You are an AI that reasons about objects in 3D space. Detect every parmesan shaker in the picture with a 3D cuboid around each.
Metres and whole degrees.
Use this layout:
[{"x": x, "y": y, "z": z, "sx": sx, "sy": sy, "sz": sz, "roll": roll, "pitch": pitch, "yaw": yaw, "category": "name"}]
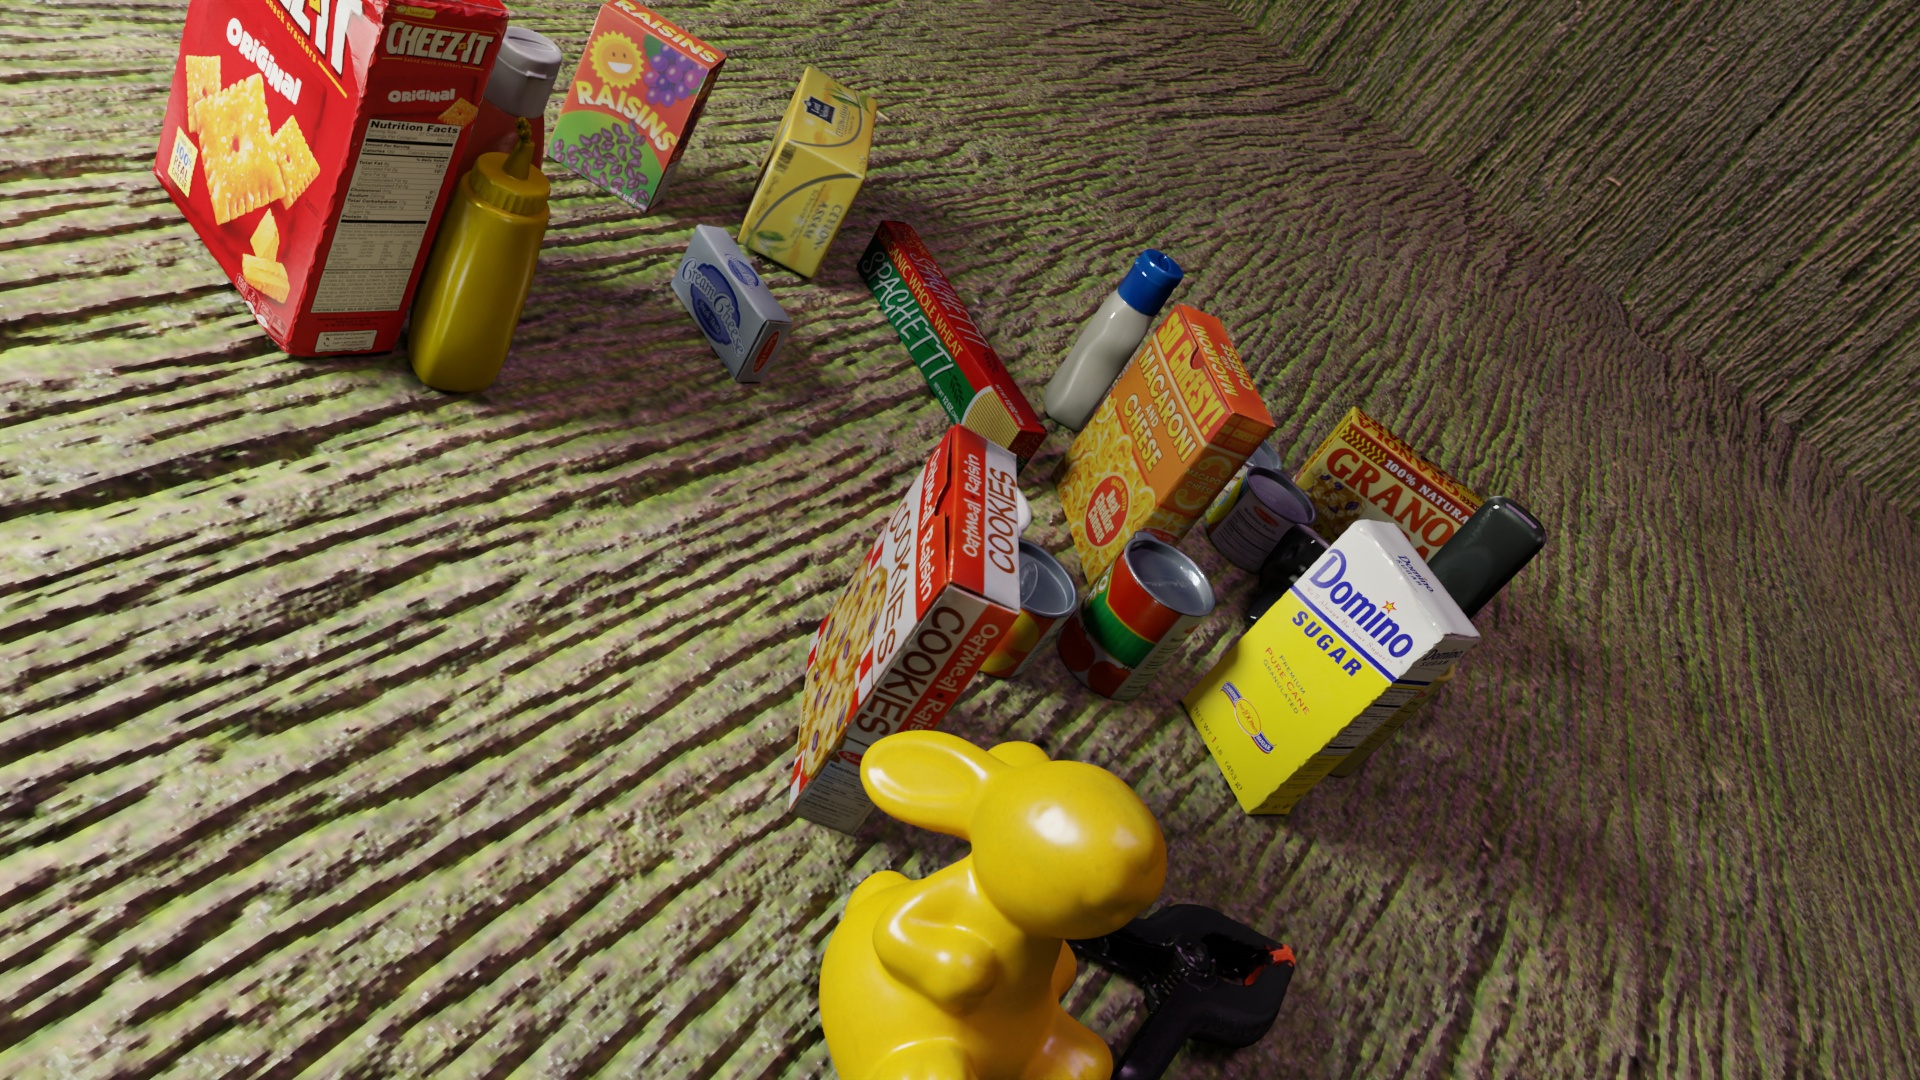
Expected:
[{"x": 0.266, "y": 0.099, "z": 0.924, "sx": 0.071, "sy": 0.102, "sz": 0.072, "roll": 23, "pitch": 34, "yaw": -17, "category": "parmesan shaker"}]

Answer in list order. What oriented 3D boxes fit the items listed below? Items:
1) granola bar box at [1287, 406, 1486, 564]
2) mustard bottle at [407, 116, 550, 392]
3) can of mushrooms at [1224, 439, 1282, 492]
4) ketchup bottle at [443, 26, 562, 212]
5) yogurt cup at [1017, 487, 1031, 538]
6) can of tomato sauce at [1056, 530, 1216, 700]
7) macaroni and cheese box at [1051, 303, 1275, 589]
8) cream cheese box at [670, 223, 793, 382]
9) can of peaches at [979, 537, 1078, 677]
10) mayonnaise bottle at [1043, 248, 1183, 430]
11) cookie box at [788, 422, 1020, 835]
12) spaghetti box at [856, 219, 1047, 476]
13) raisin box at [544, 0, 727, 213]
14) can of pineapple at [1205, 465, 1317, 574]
[{"x": 0.341, "y": -0.008, "z": 1.106, "sx": 0.165, "sy": 0.123, "sz": 0.039, "roll": 37, "pitch": 33, "yaw": 3, "category": "granola bar box"}, {"x": -0.252, "y": -0.153, "z": 0.739, "sx": 0.049, "sy": 0.159, "sz": 0.065, "roll": 5, "pitch": 43, "yaw": -38, "category": "mustard bottle"}, {"x": 0.233, "y": -0.070, "z": 1.173, "sx": 0.071, "sy": 0.033, "sz": 0.071, "roll": 23, "pitch": 35, "yaw": -17, "category": "can of mushrooms"}, {"x": -0.277, "y": -0.229, "z": 0.824, "sx": 0.065, "sy": 0.148, "sz": 0.044, "roll": -1, "pitch": 47, "yaw": -42, "category": "ketchup bottle"}, {"x": 0.003, "y": -0.011, "z": 0.879, "sx": 0.072, "sy": 0.053, "sz": 0.073, "roll": 23, "pitch": 35, "yaw": -17, "category": "yogurt cup"}, {"x": 0.107, "y": 0.048, "z": 0.869, "sx": 0.071, "sy": 0.082, "sz": 0.071, "roll": 23, "pitch": 35, "yaw": -17, "category": "can of tomato sauce"}, {"x": 0.132, "y": -0.060, "z": 0.951, "sx": 0.040, "sy": 0.165, "sz": 0.124, "roll": 16, "pitch": 37, "yaw": -26, "category": "macaroni and cheese box"}, {"x": -0.155, "y": -0.159, "z": 0.928, "sx": 0.024, "sy": 0.053, "sz": 0.104, "roll": -5, "pitch": 50, "yaw": -45, "category": "cream cheese box"}, {"x": 0.026, "y": 0.038, "z": 0.832, "sx": 0.071, "sy": 0.057, "sz": 0.071, "roll": 23, "pitch": 35, "yaw": -17, "category": "can of peaches"}, {"x": 0.118, "y": -0.157, "z": 1.078, "sx": 0.041, "sy": 0.147, "sz": 0.065, "roll": 28, "pitch": 33, "yaw": -11, "category": "mayonnaise bottle"}, {"x": -0.029, "y": 0.043, "z": 0.678, "sx": 0.040, "sy": 0.166, "sz": 0.123, "roll": 24, "pitch": 34, "yaw": -17, "category": "cookie box"}, {"x": -0.012, "y": -0.149, "z": 1.044, "sx": 0.029, "sy": 0.050, "sz": 0.251, "roll": 3, "pitch": 44, "yaw": -40, "category": "spaghetti box"}, {"x": -0.231, "y": -0.310, "z": 0.989, "sx": 0.086, "sy": 0.122, "sz": 0.040, "roll": 30, "pitch": 33, "yaw": -7, "category": "raisin box"}, {"x": 0.235, "y": -0.017, "z": 1.085, "sx": 0.071, "sy": 0.057, "sz": 0.071, "roll": 23, "pitch": 35, "yaw": -17, "category": "can of pineapple"}]
